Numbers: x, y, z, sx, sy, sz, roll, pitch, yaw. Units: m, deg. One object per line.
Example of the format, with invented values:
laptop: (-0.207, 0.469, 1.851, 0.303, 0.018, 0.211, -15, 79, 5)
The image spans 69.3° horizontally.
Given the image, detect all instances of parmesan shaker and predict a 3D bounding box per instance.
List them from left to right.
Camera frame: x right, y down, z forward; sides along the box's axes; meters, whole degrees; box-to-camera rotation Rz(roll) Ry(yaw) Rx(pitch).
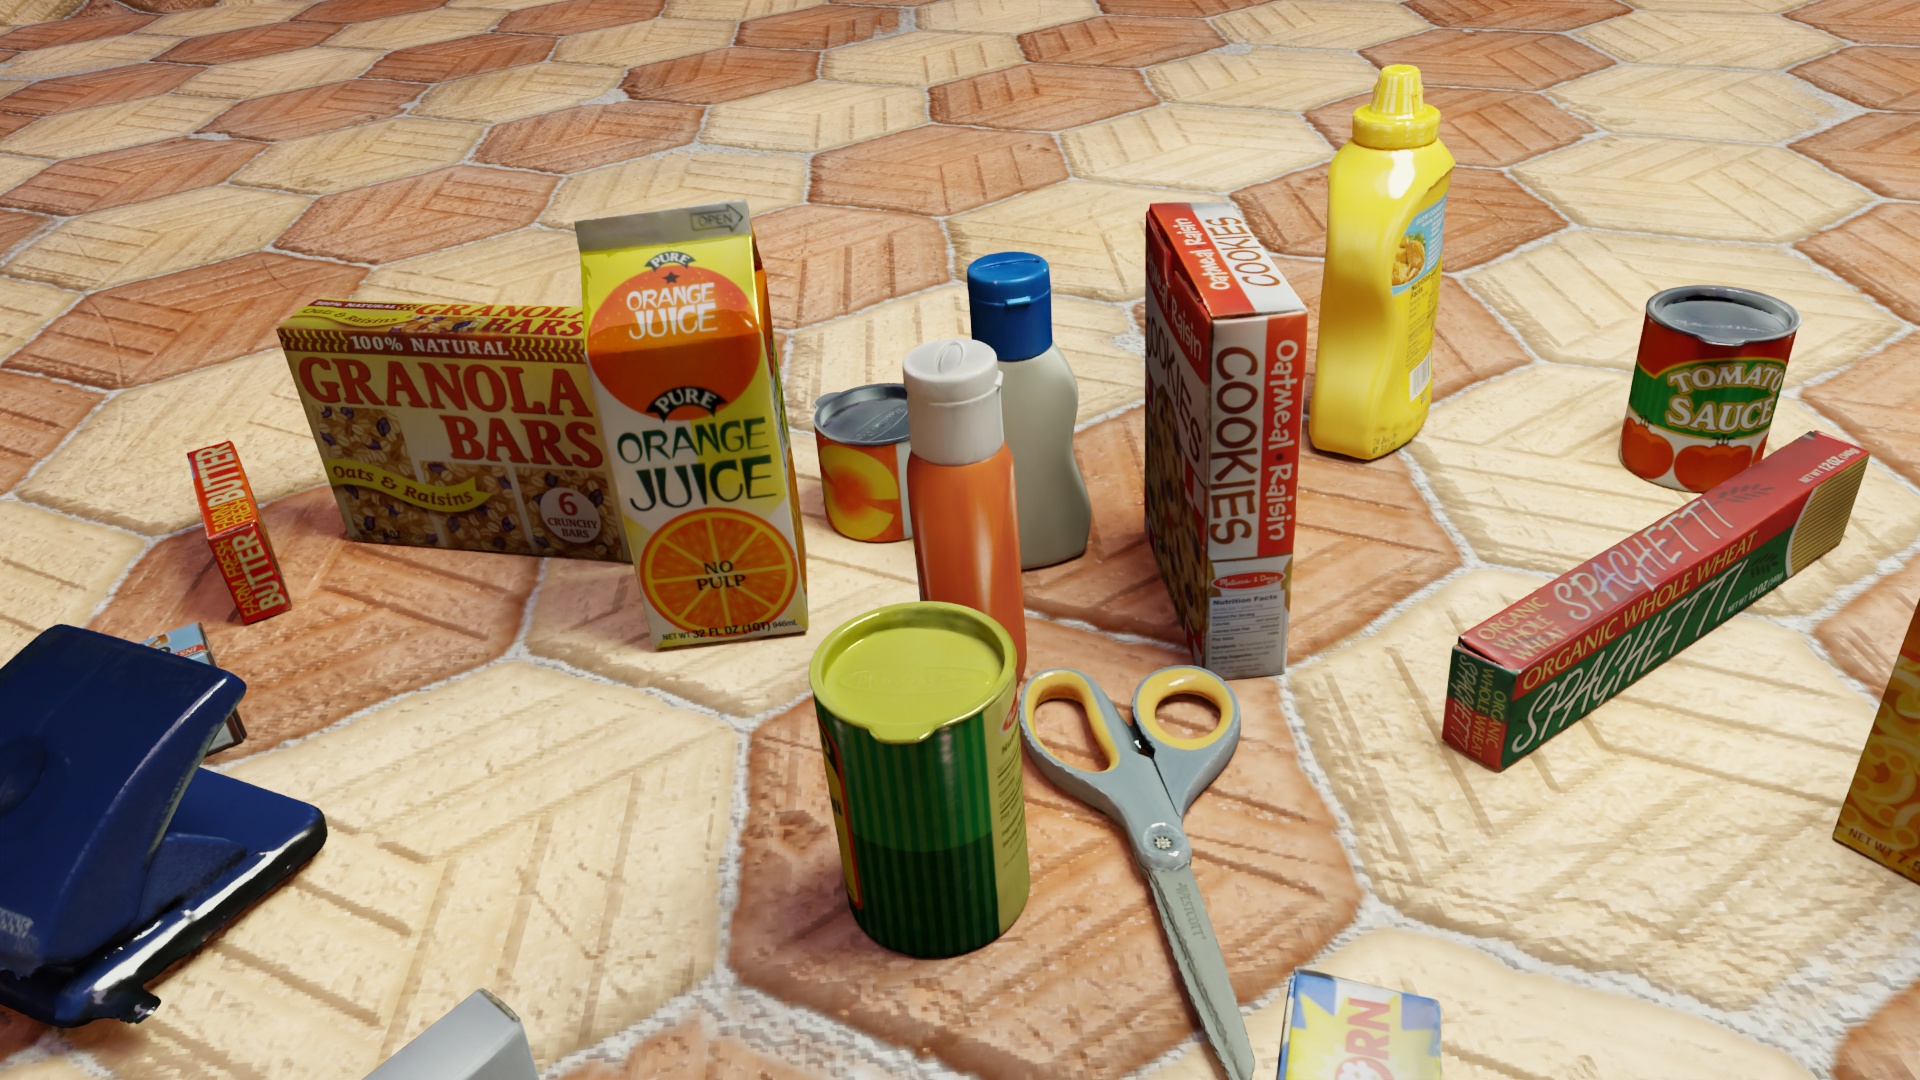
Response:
parmesan shaker: (-0.012, 0.082, 0.465, 0.071, 0.102, 0.072, -3, 32, 2)

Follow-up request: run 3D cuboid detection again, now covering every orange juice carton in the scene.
orange juice carton: (-0.114, -0.052, 0.607, 0.072, 0.191, 0.073, -7, 32, -3)

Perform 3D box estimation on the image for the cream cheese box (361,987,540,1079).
cream cheese box: (-0.162, 0.178, 0.379, 0.024, 0.053, 0.104, 20, 40, 34)

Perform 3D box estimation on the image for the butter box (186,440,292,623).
butter box: (-0.361, -0.006, 0.695, 0.024, 0.052, 0.104, -21, 36, -24)

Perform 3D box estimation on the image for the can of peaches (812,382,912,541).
can of peaches: (-0.041, -0.040, 0.704, 0.071, 0.057, 0.071, -3, 32, 2)

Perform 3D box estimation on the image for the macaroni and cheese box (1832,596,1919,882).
macaroni and cheese box: (0.349, 0.052, 0.408, 0.040, 0.165, 0.124, -25, 37, -29)

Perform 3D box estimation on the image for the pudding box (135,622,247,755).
pudding box: (-0.347, 0.073, 0.571, 0.084, 0.049, 0.030, -23, 36, -26)

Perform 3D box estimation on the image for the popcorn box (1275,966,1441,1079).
popcorn box: (0.086, 0.178, 0.318, 0.038, 0.084, 0.127, 5, 34, 16)

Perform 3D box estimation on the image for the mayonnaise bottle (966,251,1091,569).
mayonnaise bottle: (0.026, -0.057, 0.638, 0.065, 0.147, 0.041, -9, 32, -7)

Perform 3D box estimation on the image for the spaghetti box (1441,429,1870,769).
spaghetti box: (0.293, 0.019, 0.576, 0.251, 0.050, 0.029, -23, 37, -27)

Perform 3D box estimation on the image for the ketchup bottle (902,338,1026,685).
ketchup bottle: (0.002, -0.007, 0.562, 0.043, 0.148, 0.065, 0, 32, 7)

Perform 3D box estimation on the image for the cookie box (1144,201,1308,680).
cookie box: (0.107, -0.044, 0.590, 0.040, 0.166, 0.123, -6, 32, -2)

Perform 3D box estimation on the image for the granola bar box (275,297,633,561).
granola bar box: (-0.240, -0.056, 0.692, 0.165, 0.123, 0.039, 4, 33, 14)

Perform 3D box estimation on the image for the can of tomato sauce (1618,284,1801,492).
can of tomato sauce: (0.366, -0.074, 0.682, 0.071, 0.082, 0.071, -3, 32, 2)
